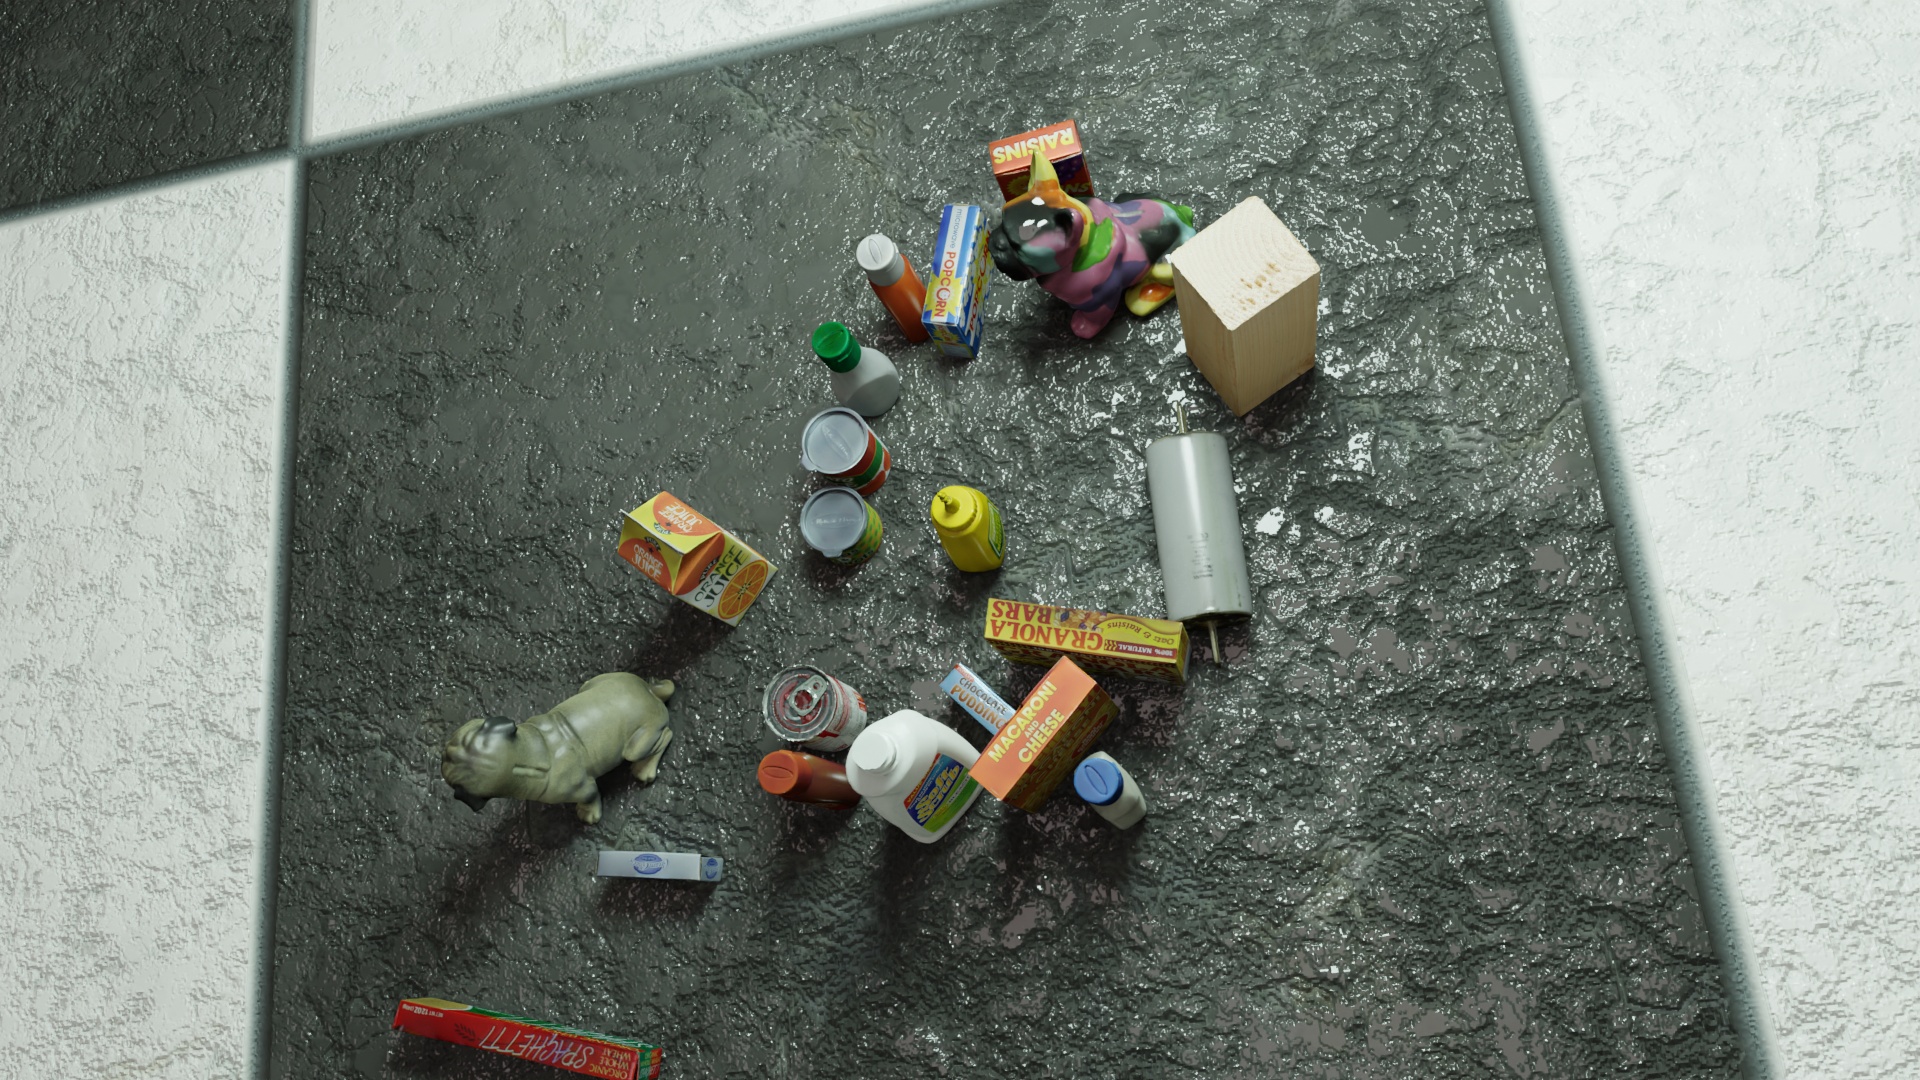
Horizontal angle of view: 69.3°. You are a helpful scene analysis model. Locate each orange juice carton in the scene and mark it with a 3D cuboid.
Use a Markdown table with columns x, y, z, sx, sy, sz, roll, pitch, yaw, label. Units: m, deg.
| x | y | z | sx | sy | sz | roll | pitch | yaw | label |
| --- | --- | --- | --- | --- | --- | --- | --- | --- | --- |
| -0.247 | 0.015 | 1.283 | 0.072 | 0.192 | 0.073 | 34 | 85 | 19 | orange juice carton |

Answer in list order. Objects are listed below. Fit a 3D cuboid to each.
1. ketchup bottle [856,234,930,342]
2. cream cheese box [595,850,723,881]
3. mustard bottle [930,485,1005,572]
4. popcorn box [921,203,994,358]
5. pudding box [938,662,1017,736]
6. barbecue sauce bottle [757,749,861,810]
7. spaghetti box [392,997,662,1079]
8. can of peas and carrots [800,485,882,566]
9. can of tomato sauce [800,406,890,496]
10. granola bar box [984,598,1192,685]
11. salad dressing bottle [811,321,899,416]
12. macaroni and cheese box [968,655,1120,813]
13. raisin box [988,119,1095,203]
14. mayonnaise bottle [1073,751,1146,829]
| x | y | z | sx | sy | sz | roll | pitch | yaw | label |
| --- | --- | --- | --- | --- | --- | --- | --- | --- | --- |
| -0.061 | -0.246 | 1.335 | 0.043 | 0.148 | 0.065 | -23 | 71 | 6 | ketchup bottle |
| -0.277 | 0.301 | 1.284 | 0.104 | 0.053 | 0.024 | -1 | 75 | 13 | cream cheese box |
| 0.004 | -0.016 | 1.250 | 0.049 | 0.160 | 0.065 | -6 | 74 | 12 | mustard bottle |
| 0.001 | -0.253 | 1.357 | 0.038 | 0.085 | 0.127 | 7 | 77 | 15 | popcorn box |
| 0.024 | 0.150 | 1.259 | 0.084 | 0.049 | 0.030 | 40 | 87 | 19 | pudding box |
| -0.136 | 0.211 | 1.226 | 0.065 | 0.148 | 0.044 | 8 | 77 | 15 | barbecue sauce bottle |
| -0.395 | 0.456 | 1.270 | 0.250 | 0.050 | 0.029 | 6 | 77 | 15 | spaghetti box |
| -0.113 | -0.011 | 1.330 | 0.071 | 0.058 | 0.071 | -3 | 74 | 12 | can of peas and carrots |
| -0.110 | -0.082 | 1.336 | 0.071 | 0.083 | 0.071 | -3 | 75 | 12 | can of tomato sauce |
| 0.114 | 0.091 | 1.215 | 0.165 | 0.124 | 0.039 | 7 | 77 | 15 | granola bar box |
| -0.101 | -0.163 | 1.322 | 0.064 | 0.147 | 0.044 | -34 | 71 | 3 | salad dressing bottle |
| 0.074 | 0.169 | 1.180 | 0.040 | 0.166 | 0.124 | 38 | 86 | 19 | macaroni and cheese box |
| 0.082 | -0.350 | 1.345 | 0.086 | 0.123 | 0.040 | -13 | 73 | 10 | raisin box |
| 0.123 | 0.208 | 1.168 | 0.041 | 0.148 | 0.065 | -36 | 71 | 2 | mayonnaise bottle |
